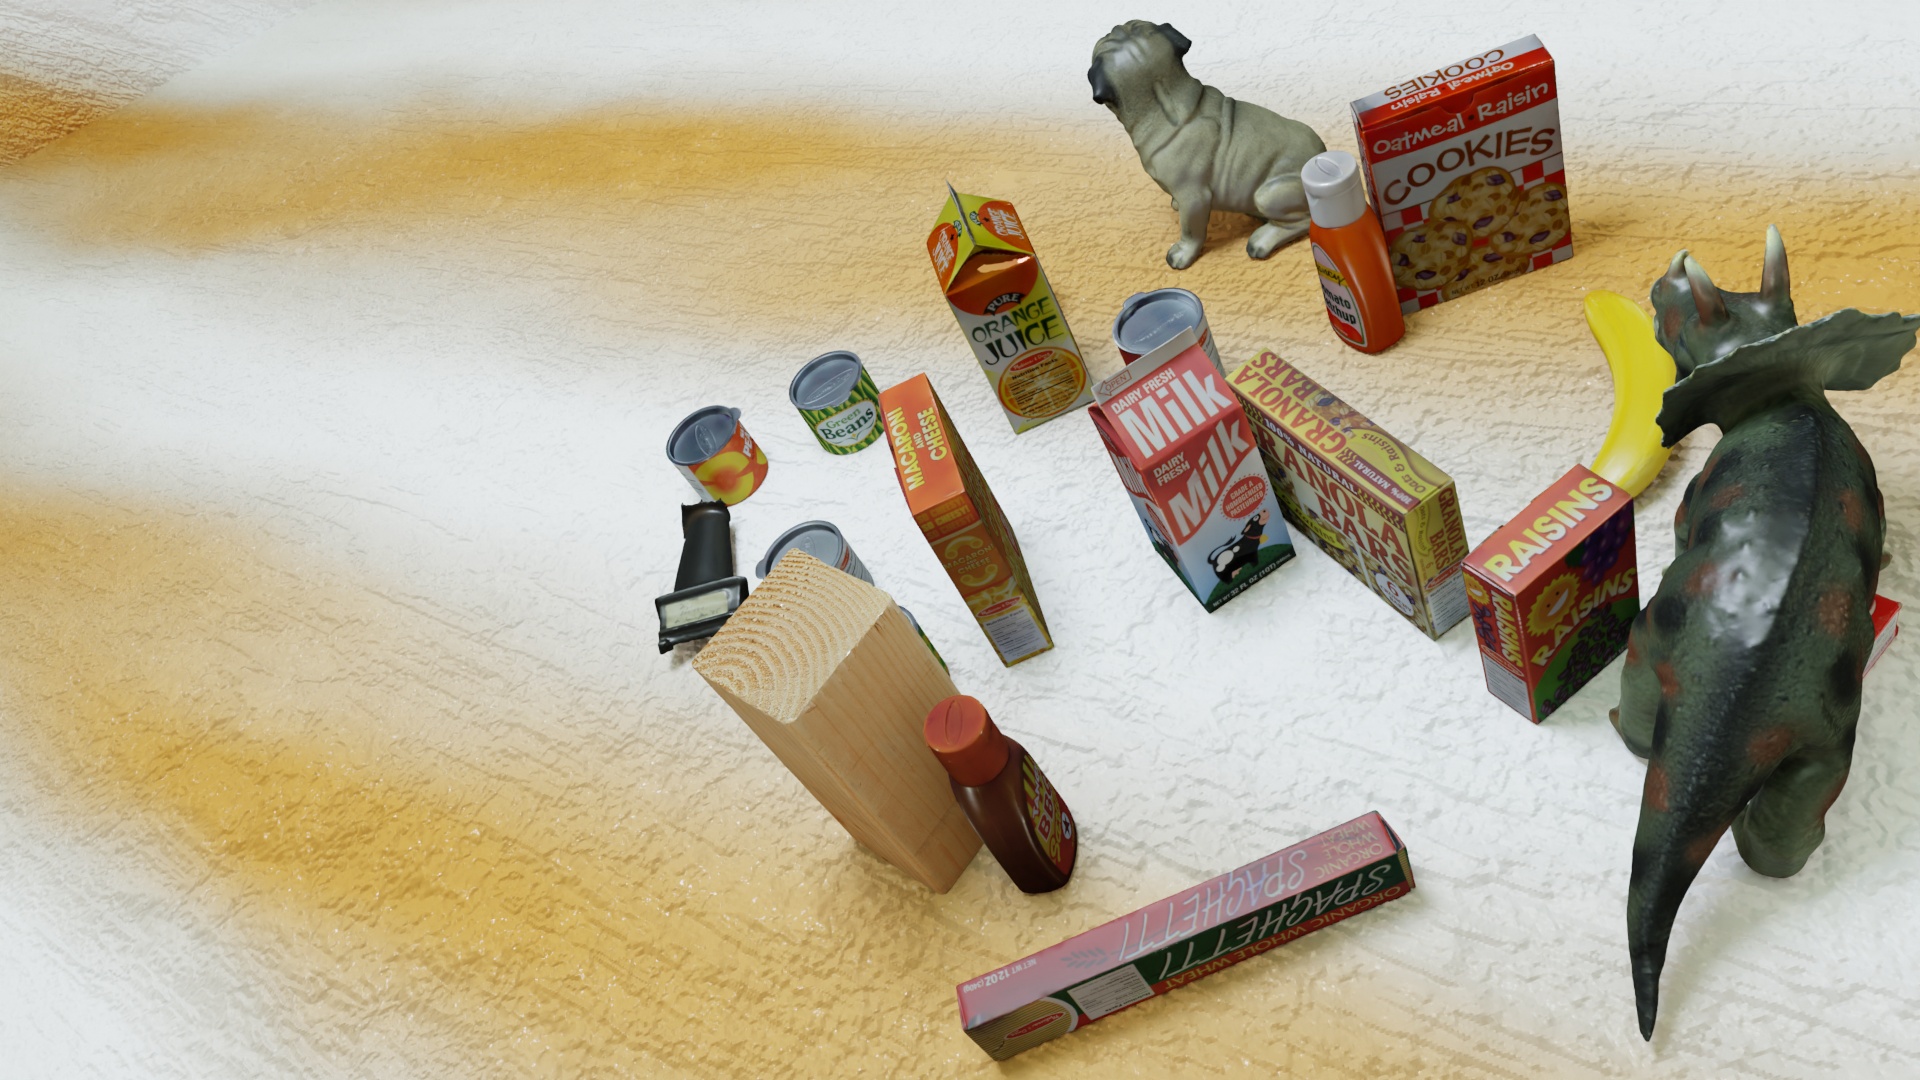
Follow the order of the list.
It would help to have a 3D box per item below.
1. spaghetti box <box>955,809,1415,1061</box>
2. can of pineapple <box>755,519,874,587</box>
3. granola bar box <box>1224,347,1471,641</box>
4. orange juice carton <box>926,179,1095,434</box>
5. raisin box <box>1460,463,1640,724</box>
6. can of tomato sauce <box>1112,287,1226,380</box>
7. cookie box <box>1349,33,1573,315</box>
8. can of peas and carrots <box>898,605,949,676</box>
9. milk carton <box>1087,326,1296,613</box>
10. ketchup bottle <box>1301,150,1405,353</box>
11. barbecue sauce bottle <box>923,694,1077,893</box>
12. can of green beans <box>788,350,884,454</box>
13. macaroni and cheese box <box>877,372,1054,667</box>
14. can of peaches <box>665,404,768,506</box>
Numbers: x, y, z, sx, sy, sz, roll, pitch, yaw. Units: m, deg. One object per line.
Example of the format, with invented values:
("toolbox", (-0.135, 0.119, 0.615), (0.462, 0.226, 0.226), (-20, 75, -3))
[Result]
("spaghetti box", (0.120, 0.213, 0.744), (0.250, 0.050, 0.029), (-25, 45, 6))
("can of pineapple", (-0.106, 0.028, 1.022), (0.071, 0.057, 0.071), (-15, 46, 16))
("granola bar box", (0.236, -0.029, 0.844), (0.039, 0.123, 0.166), (-36, 44, -5))
("orange juice carton", (0.033, -0.177, 1.033), (0.073, 0.192, 0.072), (-24, 45, 8))
("raisin box", (0.320, 0.031, 0.747), (0.086, 0.123, 0.040), (-38, 44, -7))
("can of tomato sauce", (0.152, -0.131, 1.008), (0.071, 0.082, 0.071), (-15, 46, 16))
("cookie box", (0.344, -0.244, 0.946), (0.123, 0.166, 0.040), (-18, 46, 13))
("can of peas and carrots", (-0.046, 0.087, 0.938), (0.071, 0.058, 0.071), (-15, 46, 16))
("milk carton", (0.140, -0.048, 0.864), (0.072, 0.189, 0.074), (-33, 44, -2))
("ketchup bottle", (0.269, -0.200, 0.960), (0.043, 0.148, 0.065), (-32, 44, -1))
("barbecue sauce bottle", (0.023, 0.142, 0.788), (0.043, 0.148, 0.065), (-13, 47, 18))
("can of green beans", (-0.099, -0.113, 1.143), (0.071, 0.057, 0.071), (-15, 46, 16))
("macaroni and cheese box", (0.003, -0.012, 0.922), (0.040, 0.165, 0.124), (-25, 45, 7))
("can of peaches", (-0.200, -0.071, 1.160), (0.071, 0.058, 0.071), (-15, 46, 16))
